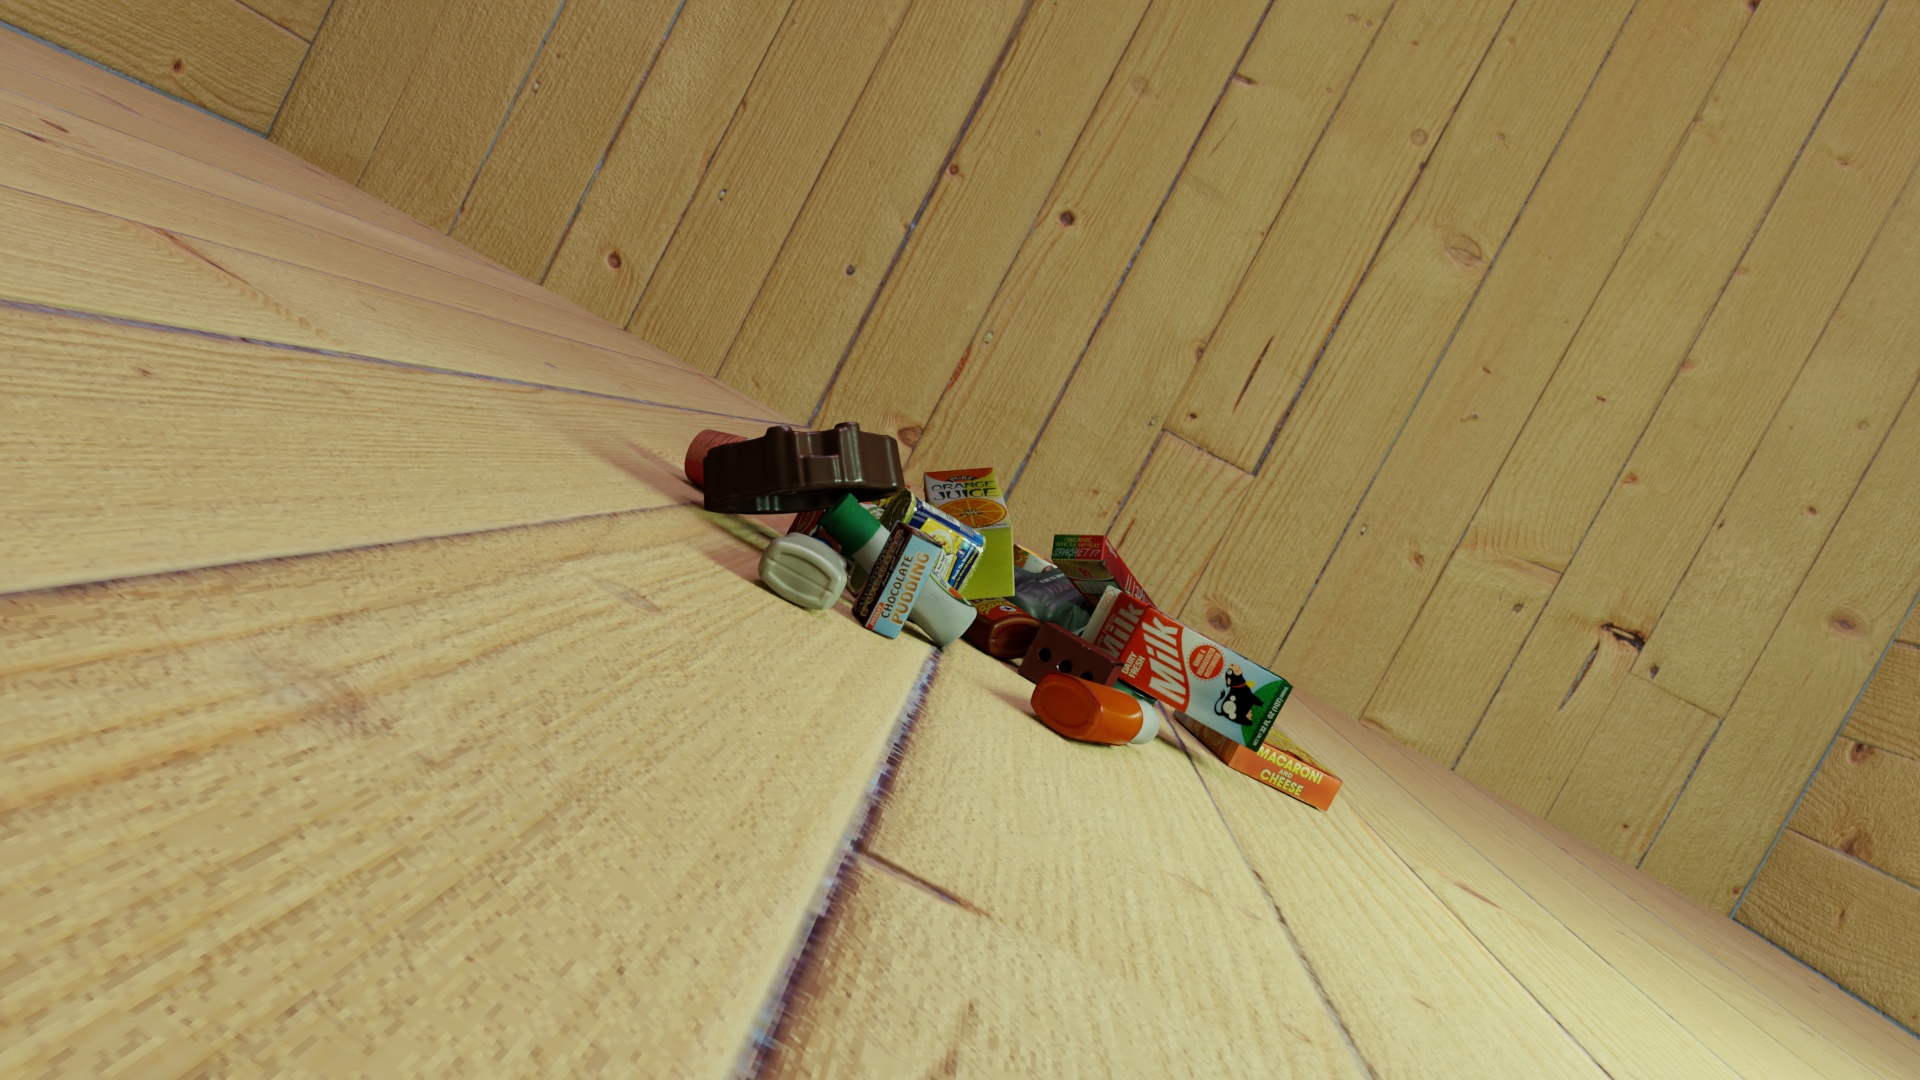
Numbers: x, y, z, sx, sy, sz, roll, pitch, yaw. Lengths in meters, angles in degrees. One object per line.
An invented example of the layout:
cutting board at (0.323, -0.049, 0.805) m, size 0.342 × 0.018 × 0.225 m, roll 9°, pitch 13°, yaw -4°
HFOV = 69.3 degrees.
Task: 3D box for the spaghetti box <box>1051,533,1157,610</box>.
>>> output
spaghetti box at (0.147, 0.048, 1.370) m, size 0.050 × 0.029 × 0.249 m, roll 2°, pitch -19°, yaw 21°

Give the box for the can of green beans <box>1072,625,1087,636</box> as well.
can of green beans at (0.122, 0.087, 1.641) m, size 0.071 × 0.071 × 0.058 m, roll 25°, pitch 4°, yaw -36°

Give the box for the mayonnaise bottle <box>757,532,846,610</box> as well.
mayonnaise bottle at (-0.118, 0.020, 1.075) m, size 0.065 × 0.041 × 0.148 m, roll 29°, pitch 2°, yaw -4°

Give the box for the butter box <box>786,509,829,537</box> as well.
butter box at (-0.131, -0.018, 1.373) m, size 0.024 × 0.053 × 0.103 m, roll 31°, pitch 5°, yaw 18°

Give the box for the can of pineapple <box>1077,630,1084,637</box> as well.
can of pineapple at (0.158, 0.122, 1.434) m, size 0.058 × 0.071 × 0.071 m, roll 27°, pitch 4°, yaw -30°

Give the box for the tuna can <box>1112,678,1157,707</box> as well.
tuna can at (0.149, 0.147, 1.299) m, size 0.071 × 0.033 × 0.071 m, roll 28°, pitch 4°, yaw -2°

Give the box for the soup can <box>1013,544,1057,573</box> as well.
soup can at (0.070, 0.054, 1.581) m, size 0.071 × 0.083 × 0.071 m, roll 28°, pitch 3°, yaw -2°

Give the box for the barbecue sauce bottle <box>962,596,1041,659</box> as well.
barbecue sauce bottle at (0.012, 0.065, 1.321) m, size 0.065 × 0.043 × 0.149 m, roll 1°, pitch 19°, yaw -34°

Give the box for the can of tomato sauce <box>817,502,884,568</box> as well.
can of tomato sauce at (-0.084, -0.001, 1.337) m, size 0.083 × 0.071 × 0.071 m, roll 29°, pitch 4°, yaw 23°

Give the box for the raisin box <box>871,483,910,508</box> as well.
raisin box at (-0.109, -0.039, 1.542) m, size 0.040 × 0.086 × 0.123 m, roll 27°, pitch 3°, yaw 19°

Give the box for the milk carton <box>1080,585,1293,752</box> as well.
milk carton at (0.206, 0.117, 1.296) m, size 0.191 × 0.072 × 0.073 m, roll 28°, pitch 3°, yaw 7°

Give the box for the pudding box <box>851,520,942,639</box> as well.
pudding box at (-0.050, 0.030, 1.087) m, size 0.030 × 0.083 × 0.050 m, roll 26°, pitch 4°, yaw -21°

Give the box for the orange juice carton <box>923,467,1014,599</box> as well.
orange juice carton at (0.005, -0.017, 1.356) m, size 0.072 × 0.072 × 0.193 m, roll -5°, pitch 25°, yaw -4°

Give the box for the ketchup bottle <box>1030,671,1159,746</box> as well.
ketchup bottle at (0.116, 0.139, 1.111) m, size 0.065 × 0.043 × 0.149 m, roll 32°, pitch 5°, yaw 33°

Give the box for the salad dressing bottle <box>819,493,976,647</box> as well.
salad dressing bottle at (-0.052, 0.024, 1.148) m, size 0.147 × 0.044 × 0.064 m, roll 45°, pitch -1°, yaw -11°

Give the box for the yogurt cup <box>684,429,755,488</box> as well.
yogurt cup at (-0.231, -0.075, 1.352) m, size 0.054 × 0.072 × 0.072 m, roll 21°, pitch 1°, yaw 17°

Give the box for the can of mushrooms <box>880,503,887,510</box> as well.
can of mushrooms at (-0.078, -0.001, 1.424) m, size 0.033 × 0.071 × 0.071 m, roll 29°, pitch 3°, yaw -11°

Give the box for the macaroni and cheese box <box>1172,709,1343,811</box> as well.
macaroni and cheese box at (0.308, 0.215, 1.455) m, size 0.124 × 0.040 × 0.166 m, roll 26°, pitch 4°, yaw -14°
